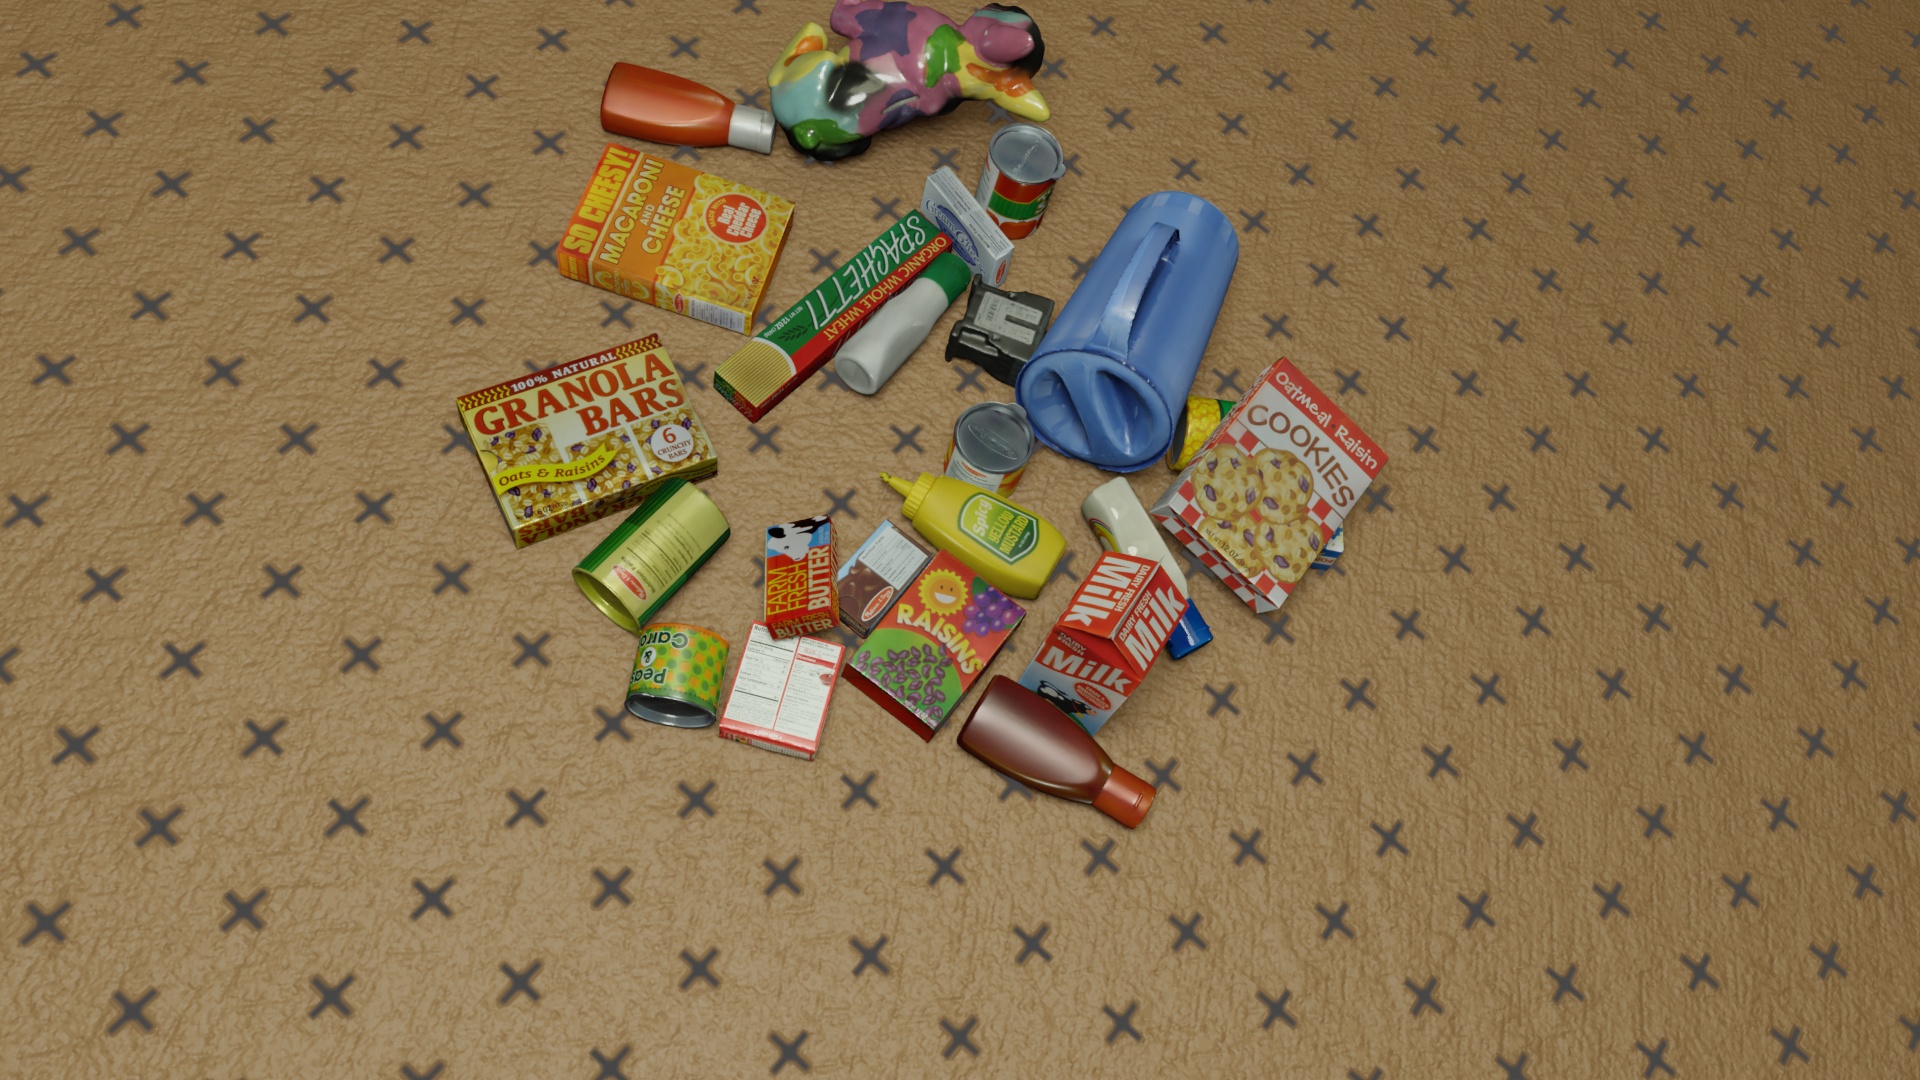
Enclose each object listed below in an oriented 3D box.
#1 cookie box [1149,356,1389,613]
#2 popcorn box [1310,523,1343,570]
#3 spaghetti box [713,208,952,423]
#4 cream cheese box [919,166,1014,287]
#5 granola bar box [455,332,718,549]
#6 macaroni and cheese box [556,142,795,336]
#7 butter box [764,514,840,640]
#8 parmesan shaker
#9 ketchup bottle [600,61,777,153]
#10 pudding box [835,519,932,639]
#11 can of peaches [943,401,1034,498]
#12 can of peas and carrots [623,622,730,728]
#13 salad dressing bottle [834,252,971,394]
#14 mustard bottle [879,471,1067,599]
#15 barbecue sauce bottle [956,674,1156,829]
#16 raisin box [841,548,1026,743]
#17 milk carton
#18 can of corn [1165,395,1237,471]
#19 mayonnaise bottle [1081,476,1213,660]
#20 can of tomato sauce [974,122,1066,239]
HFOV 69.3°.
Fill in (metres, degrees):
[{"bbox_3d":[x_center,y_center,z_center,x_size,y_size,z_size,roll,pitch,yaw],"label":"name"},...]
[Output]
[{"bbox_3d":[0.251,-0.045,1.116,0.123,0.040,0.168,42,72,-6],"label":"cookie box"},{"bbox_3d":[0.278,-0.045,1.182,0.085,0.038,0.127,9,64,-7],"label":"popcorn box"},{"bbox_3d":[-0.104,-0.195,1.181,0.050,0.028,0.251,42,65,8],"label":"spaghetti box"},{"bbox_3d":[0.006,-0.276,1.227,0.024,0.053,0.104,-32,75,-21],"label":"cream cheese box"},{"bbox_3d":[-0.290,-0.081,1.085,0.166,0.039,0.124,-22,71,-20],"label":"granola bar box"},{"bbox_3d":[-0.239,-0.255,1.176,0.166,0.040,0.124,18,63,-3],"label":"macaroni and cheese box"},{"bbox_3d":[-0.120,0.027,1.050,0.053,0.024,0.104,-13,44,5],"label":"butter box"},{"bbox_3d":[-0.228,0.012,1.041,0.071,0.071,0.103,38,63,7],"label":"parmesan shaker"},{"bbox_3d":[-0.239,-0.378,1.231,0.149,0.043,0.065,12,65,-6],"label":"ketchup bottle"},{"bbox_3d":[-0.067,0.029,1.083,0.050,0.030,0.084,38,64,6],"label":"pudding box"},{"bbox_3d":[0.024,-0.072,1.133,0.071,0.057,0.071,4,64,-9],"label":"can of peaches"},{"bbox_3d":[-0.205,0.097,1.002,0.071,0.070,0.059,10,63,-6],"label":"can of peas and carrots"},{"bbox_3d":[-0.046,-0.185,1.170,0.044,0.064,0.148,35,61,9],"label":"salad dressing bottle"},{"bbox_3d":[0.004,-0.014,1.107,0.160,0.048,0.065,29,62,3],"label":"mustard bottle"},{"bbox_3d":[0.074,0.163,1.041,0.148,0.043,0.065,31,74,3],"label":"barbecue sauce bottle"},{"bbox_3d":[-0.019,0.080,1.064,0.086,0.040,0.124,36,65,7],"label":"raisin box"},{"bbox_3d":[0.104,0.073,1.007,0.073,0.189,0.072,34,64,5],"label":"milk carton"},{"bbox_3d":[0.210,-0.086,1.171,0.058,0.071,0.071,7,64,-7],"label":"can of corn"},{"bbox_3d":[0.150,0.023,1.113,0.041,0.064,0.148,-26,77,-12],"label":"mayonnaise bottle"},{"bbox_3d":[0.052,-0.318,1.239,0.071,0.082,0.071,4,65,-9],"label":"can of tomato sauce"}]
